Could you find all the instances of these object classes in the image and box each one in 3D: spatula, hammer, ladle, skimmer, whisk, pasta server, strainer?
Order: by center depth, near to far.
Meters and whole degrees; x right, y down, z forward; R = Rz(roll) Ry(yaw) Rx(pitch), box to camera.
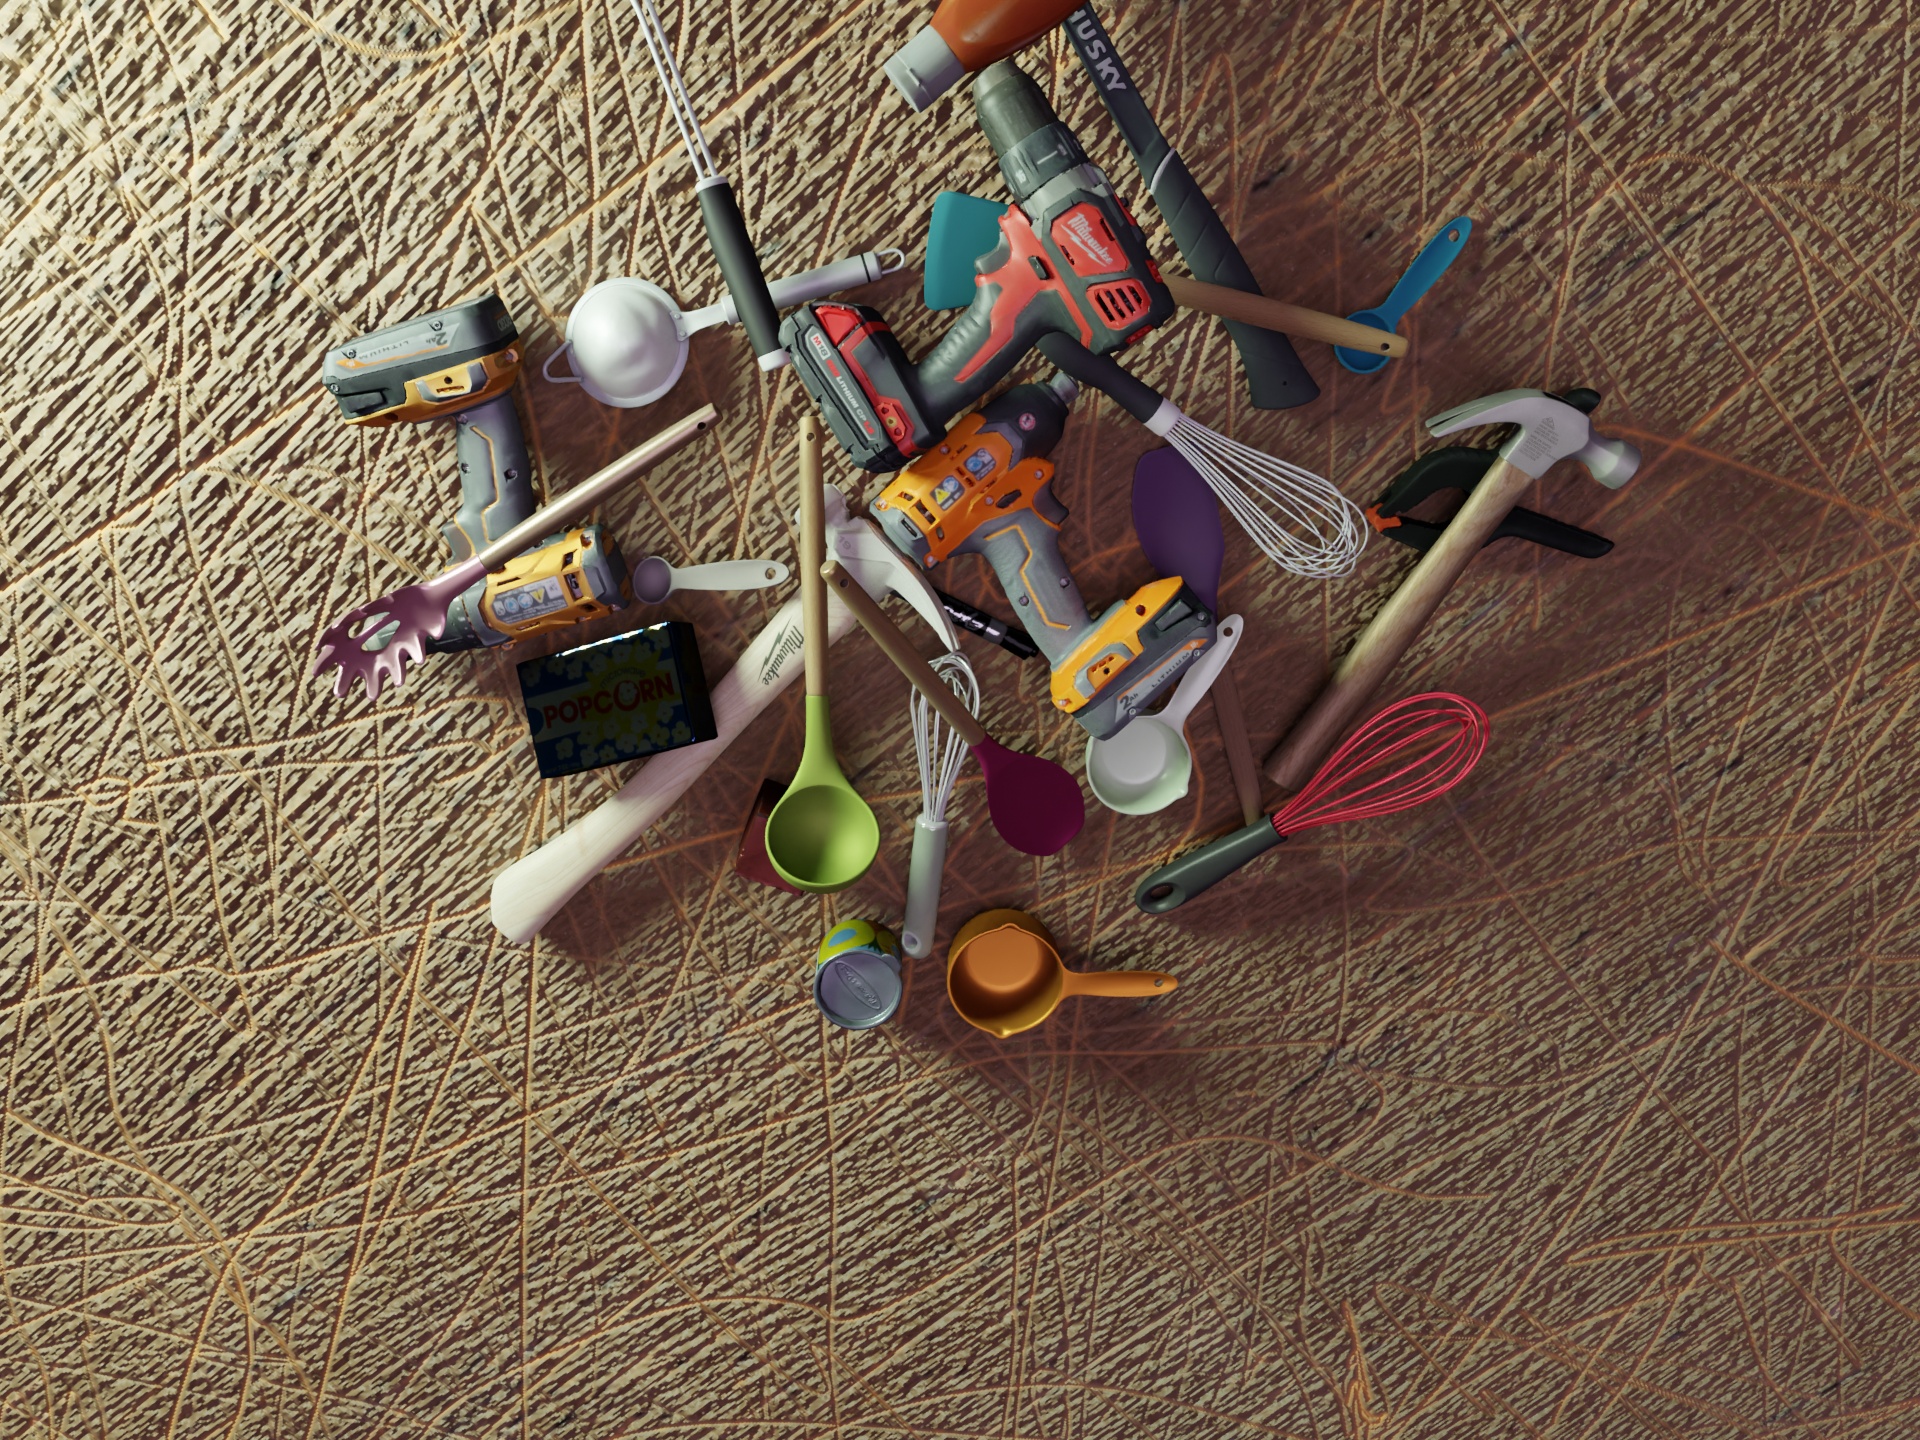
[{"bbox_3d":[-0.163,-0.398,0.977,0.127,0.090,0.363,-28,104,-31],"label":"skimmer"},{"bbox_3d":[-0.287,-0.113,1.033,0.316,0.040,0.060,-31,127,9],"label":"pasta server"},{"bbox_3d":[0.134,-0.276,1.037,0.317,0.044,0.082,17,128,11],"label":"spatula"},{"bbox_3d":[0.126,-0.380,1.038,0.149,0.036,0.408,-32,106,7],"label":"hammer"},{"bbox_3d":[-0.161,-0.273,1.060,0.258,0.050,0.087,-17,93,0],"label":"strainer"},{"bbox_3d":[-0.096,-0.043,1.068,0.078,0.062,0.320,-2,96,-9],"label":"ladle"},{"bbox_3d":[0.162,-0.188,1.078,0.284,0.070,0.070,34,103,-14],"label":"whisk"},{"bbox_3d":[0.316,-0.083,1.112,0.130,0.031,0.331,29,114,-10],"label":"hammer"},{"bbox_3d":[-0.184,0.025,1.140,0.410,0.038,0.146,-44,88,13],"label":"hammer"},{"bbox_3d":[0.245,0.068,1.145,0.296,0.073,0.073,-33,106,27],"label":"whisk"},{"bbox_3d":[0.183,-0.045,1.153,0.060,0.018,0.315,-15,106,9],"label":"spatula"},{"bbox_3d":[-0.019,0.066,1.170,0.058,0.059,0.246,20,114,30],"label":"whisk"}]

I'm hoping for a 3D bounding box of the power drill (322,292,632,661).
[{"bbox_3d":[-0.346,-0.151,1.072,0.185,0.084,0.226,-17,112,4],"label":"power drill"}]

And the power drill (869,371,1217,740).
[{"bbox_3d":[0.071,-0.117,1.088,0.164,0.084,0.226,-43,97,3],"label":"power drill"}]

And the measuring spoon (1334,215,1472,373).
[{"bbox_3d":[0.301,-0.291,1.084,0.042,0.021,0.128,40,93,-12],"label":"measuring spoon"}]

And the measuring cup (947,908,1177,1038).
[{"bbox_3d":[0.075,0.188,1.206,0.173,0.052,0.095,2,107,-4],"label":"measuring cup"}]

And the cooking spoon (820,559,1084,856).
[{"bbox_3d":[-0.002,-0.004,1.102,0.069,0.017,0.318,-42,128,-1],"label":"cooking spoon"}]

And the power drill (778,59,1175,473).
[{"bbox_3d":[-0.001,-0.280,1.004,0.226,0.080,0.188,-29,95,16],"label":"power drill"}]

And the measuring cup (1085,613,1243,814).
[{"bbox_3d":[0.152,-0.010,1.153,0.083,0.038,0.167,30,103,-10],"label":"measuring cup"}]

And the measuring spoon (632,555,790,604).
[{"bbox_3d":[-0.171,-0.098,1.104,0.124,0.018,0.034,-1,86,22],"label":"measuring spoon"}]
